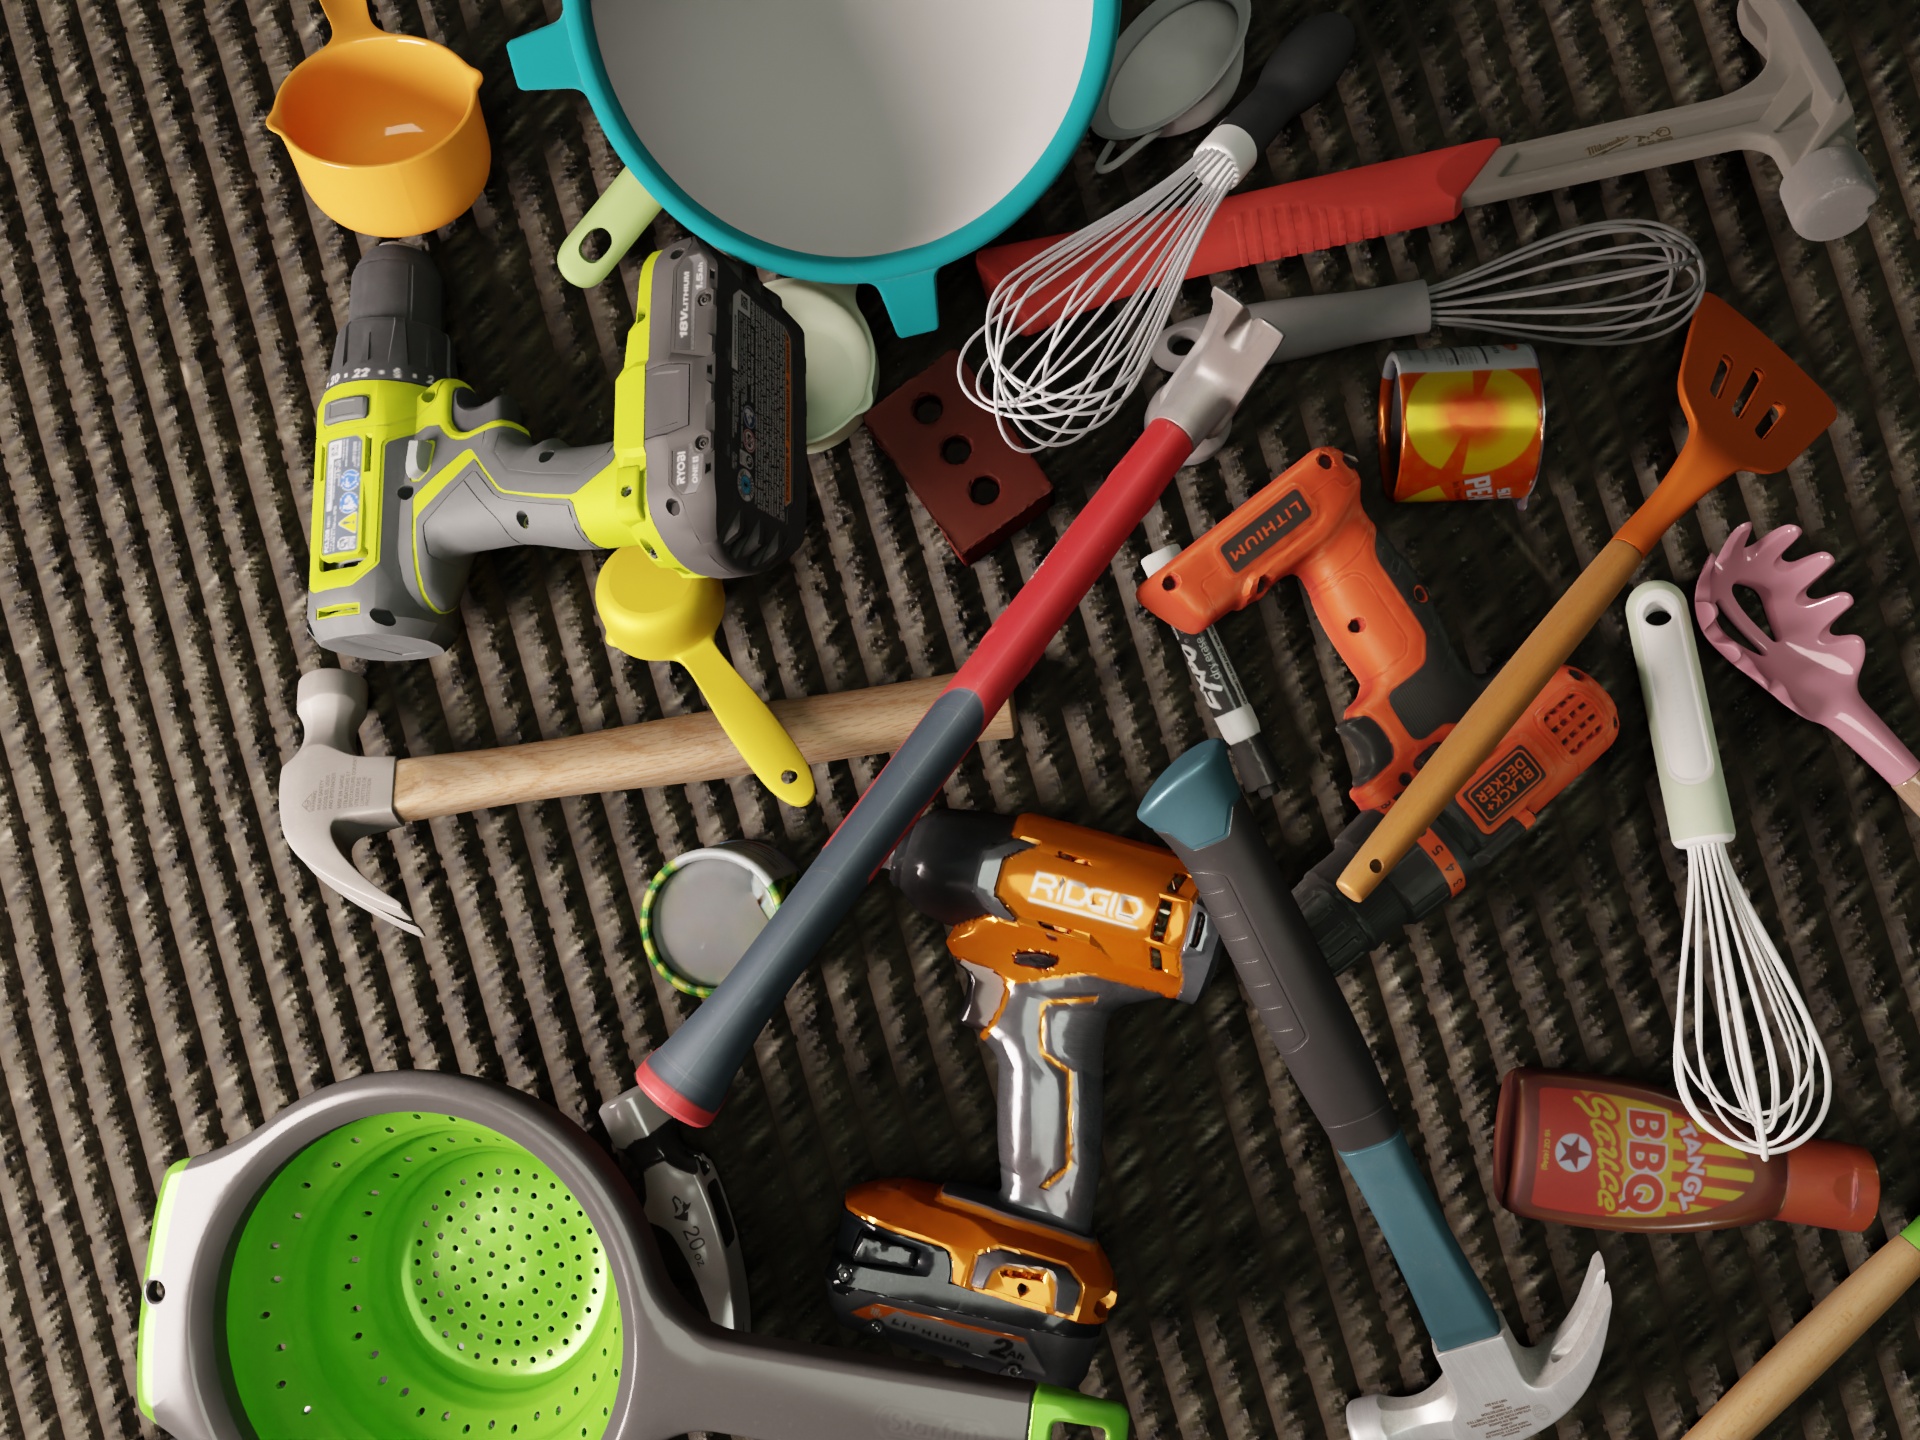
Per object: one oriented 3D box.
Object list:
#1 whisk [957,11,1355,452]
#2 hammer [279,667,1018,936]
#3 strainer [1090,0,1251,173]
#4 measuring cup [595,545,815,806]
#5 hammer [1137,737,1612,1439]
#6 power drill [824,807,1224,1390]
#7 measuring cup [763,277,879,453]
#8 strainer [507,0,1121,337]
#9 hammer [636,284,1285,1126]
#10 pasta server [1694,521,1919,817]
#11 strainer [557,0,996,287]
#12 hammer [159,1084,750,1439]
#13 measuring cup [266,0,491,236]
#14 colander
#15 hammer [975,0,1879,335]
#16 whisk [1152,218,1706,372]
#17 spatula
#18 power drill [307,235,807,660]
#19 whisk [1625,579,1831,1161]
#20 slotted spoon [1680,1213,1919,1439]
[{"bbox_3d":[0.091,-0.211,0.644,0.070,0.070,0.285,36,63,5],"label":"whisk"},{"bbox_3d":[-0.139,0.017,0.715,0.331,0.031,0.130,-8,60,0],"label":"hammer"},{"bbox_3d":[0.118,-0.352,0.711,0.087,0.050,0.258,13,83,49],"label":"strainer"},{"bbox_3d":[-0.110,-0.024,0.700,0.062,0.029,0.157,-33,62,-12],"label":"measuring cup"},{"bbox_3d":[0.159,0.159,0.650,0.128,0.033,0.331,-25,101,19],"label":"hammer"},{"bbox_3d":[0.013,0.152,0.692,0.164,0.084,0.226,15,86,6],"label":"power drill"},{"bbox_3d":[-0.052,-0.198,0.726,0.083,0.038,0.167,29,88,5],"label":"measuring cup"},{"bbox_3d":[-0.012,-0.339,0.621,0.211,0.095,0.340,30,106,-16],"label":"strainer"},{"bbox_3d":[-0.001,-0.002,0.637,0.038,0.143,0.386,37,84,3],"label":"hammer"},{"bbox_3d":[0.427,0.042,0.677,0.060,0.040,0.316,-42,87,-8],"label":"pasta server"},{"bbox_3d":[-0.093,-0.299,0.721,0.151,0.069,0.256,41,107,-15],"label":"strainer"},{"bbox_3d":[-0.253,0.302,0.733,0.335,0.035,0.146,-27,86,4],"label":"hammer"},{"bbox_3d":[-0.275,-0.296,0.744,0.095,0.052,0.174,-19,61,-12],"label":"measuring cup"},{"bbox_3d":[-0.129,0.250,0.652,0.397,0.094,0.204,6,89,9],"label":"colander"},{"bbox_3d":[0.184,-0.233,0.690,0.359,0.036,0.149,-9,56,11],"label":"hammer"},{"bbox_3d":[0.203,-0.179,0.700,0.239,0.055,0.055,-7,88,9],"label":"whisk"},{"bbox_3d":[0.257,-0.050,0.658,0.081,0.041,0.322,42,81,0],"label":"spatula"},{"bbox_3d":[-0.186,-0.133,0.694,0.228,0.080,0.191,-5,78,22],"label":"power drill"},{"bbox_3d":[0.314,0.058,0.669,0.058,0.059,0.246,-11,76,22],"label":"whisk"},{"bbox_3d":[0.389,0.243,0.682,0.070,0.031,0.314,43,94,4],"label":"slotted spoon"}]
